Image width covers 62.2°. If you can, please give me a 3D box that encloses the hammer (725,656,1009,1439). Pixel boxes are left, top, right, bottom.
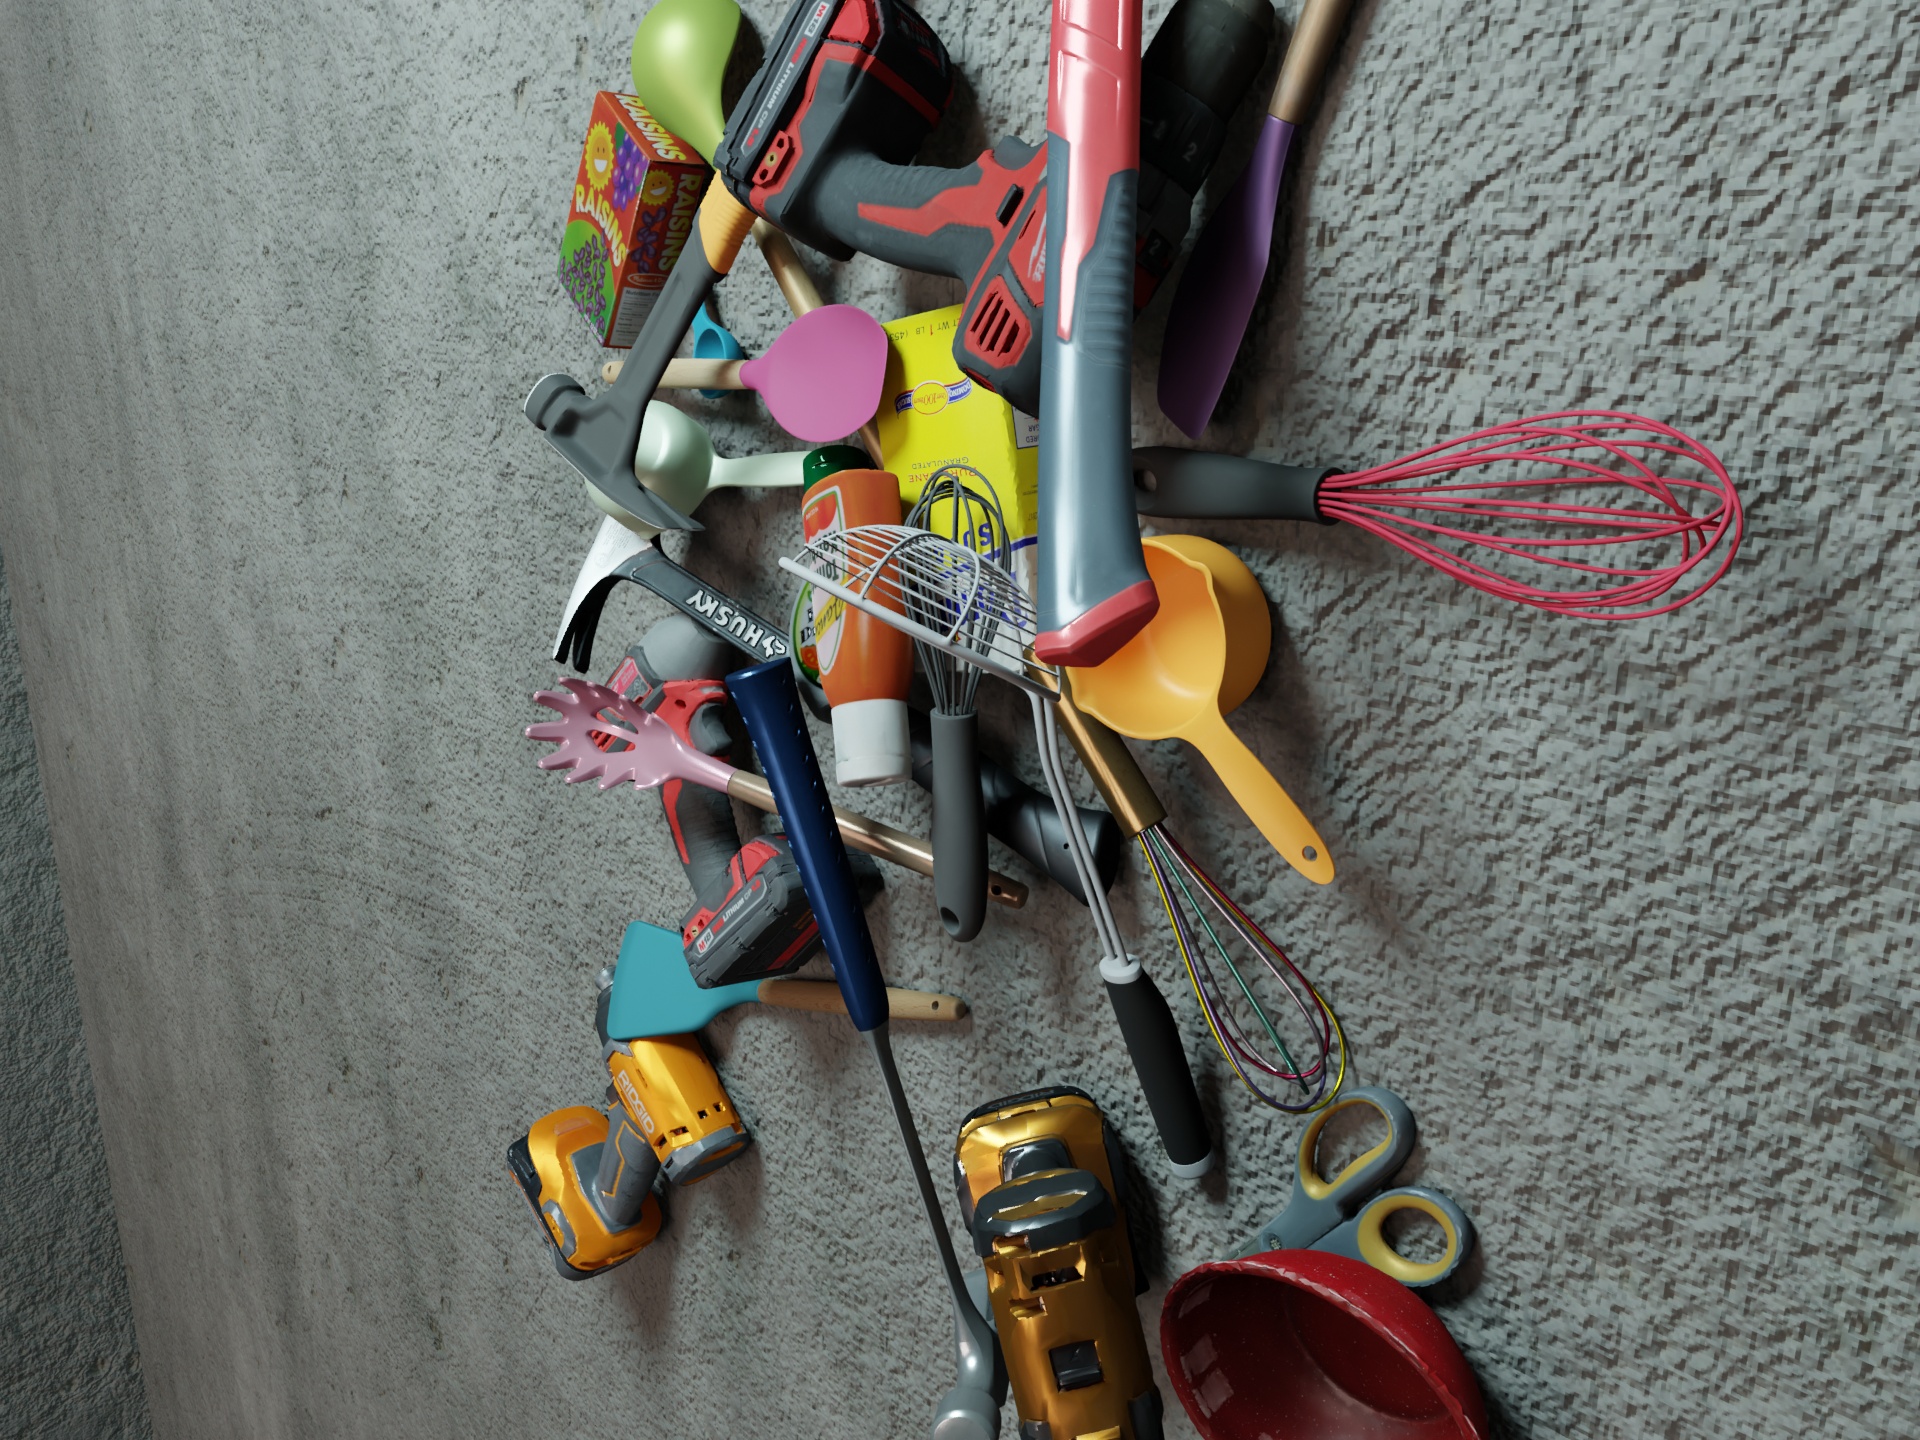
[{"bbox_3d":[-0.042,0.164,0.822,0.035,0.144,0.405,-15,97,12],"label":"hammer"}]

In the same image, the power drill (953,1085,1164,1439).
[{"bbox_3d":[0.052,0.278,0.730,0.226,0.084,0.185,-110,6,-88],"label":"power drill"}]

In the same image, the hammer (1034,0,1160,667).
[{"bbox_3d":[0.035,-0.213,0.604,0.143,0.038,0.386,0,83,19],"label":"hammer"}]

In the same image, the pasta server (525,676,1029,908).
[{"bbox_3d":[-0.106,0.043,0.874,0.316,0.040,0.060,20,99,24],"label":"pasta server"}]

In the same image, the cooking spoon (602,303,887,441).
[{"bbox_3d":[-0.129,-0.193,0.884,0.319,0.017,0.069,17,100,52],"label":"cooking spoon"}]

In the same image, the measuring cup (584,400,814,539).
[{"bbox_3d":[-0.146,-0.149,0.912,0.168,0.038,0.083,3,74,29],"label":"measuring cup"}]

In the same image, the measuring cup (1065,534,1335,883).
[{"bbox_3d":[0.117,-0.006,0.690,0.174,0.052,0.095,54,129,16],"label":"measuring cup"}]

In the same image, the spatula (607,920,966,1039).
[{"bbox_3d":[-0.116,0.172,1.001,0.317,0.044,0.082,-6,69,46],"label":"spatula"}]

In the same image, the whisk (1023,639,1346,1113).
[{"bbox_3d":[0.100,0.066,0.723,0.047,0.051,0.245,-33,81,15],"label":"whisk"}]

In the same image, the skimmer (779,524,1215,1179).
[{"bbox_3d":[0.029,0.074,0.706,0.127,0.090,0.363,29,143,62],"label":"skimmer"}]

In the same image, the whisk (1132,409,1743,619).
[{"bbox_3d":[0.160,-0.087,0.619,0.296,0.073,0.073,16,113,51],"label":"whisk"}]

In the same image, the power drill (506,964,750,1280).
[{"bbox_3d":[-0.251,0.292,1.159,0.164,0.084,0.226,56,131,21],"label":"power drill"}]

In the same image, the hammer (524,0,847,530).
[{"bbox_3d":[-0.112,-0.261,0.813,0.127,0.034,0.336,42,113,21],"label":"hammer"}]

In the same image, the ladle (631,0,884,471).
[{"bbox_3d":[-0.089,-0.252,0.860,0.078,0.062,0.320,-32,84,40],"label":"ladle"}]

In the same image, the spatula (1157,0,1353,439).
[{"bbox_3d":[0.135,-0.261,0.619,0.060,0.018,0.315,-120,40,-48],"label":"spatula"}]

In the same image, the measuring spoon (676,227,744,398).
[{"bbox_3d":[-0.149,-0.250,0.940,0.042,0.021,0.129,-31,69,52],"label":"measuring spoon"}]

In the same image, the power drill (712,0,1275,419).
[{"bbox_3d":[0.013,-0.255,0.691,0.227,0.080,0.188,39,103,33],"label":"power drill"}]

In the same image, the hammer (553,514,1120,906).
[{"bbox_3d":[-0.076,-0.016,0.878,0.409,0.036,0.149,33,91,31],"label":"hammer"}]

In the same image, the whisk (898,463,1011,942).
[{"bbox_3d":[0.000,-0.002,0.758,0.055,0.055,0.238,17,116,44],"label":"whisk"}]

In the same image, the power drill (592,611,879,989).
[{"bbox_3d":[-0.146,0.039,0.968,0.143,0.078,0.220,-47,62,32],"label":"power drill"}]
